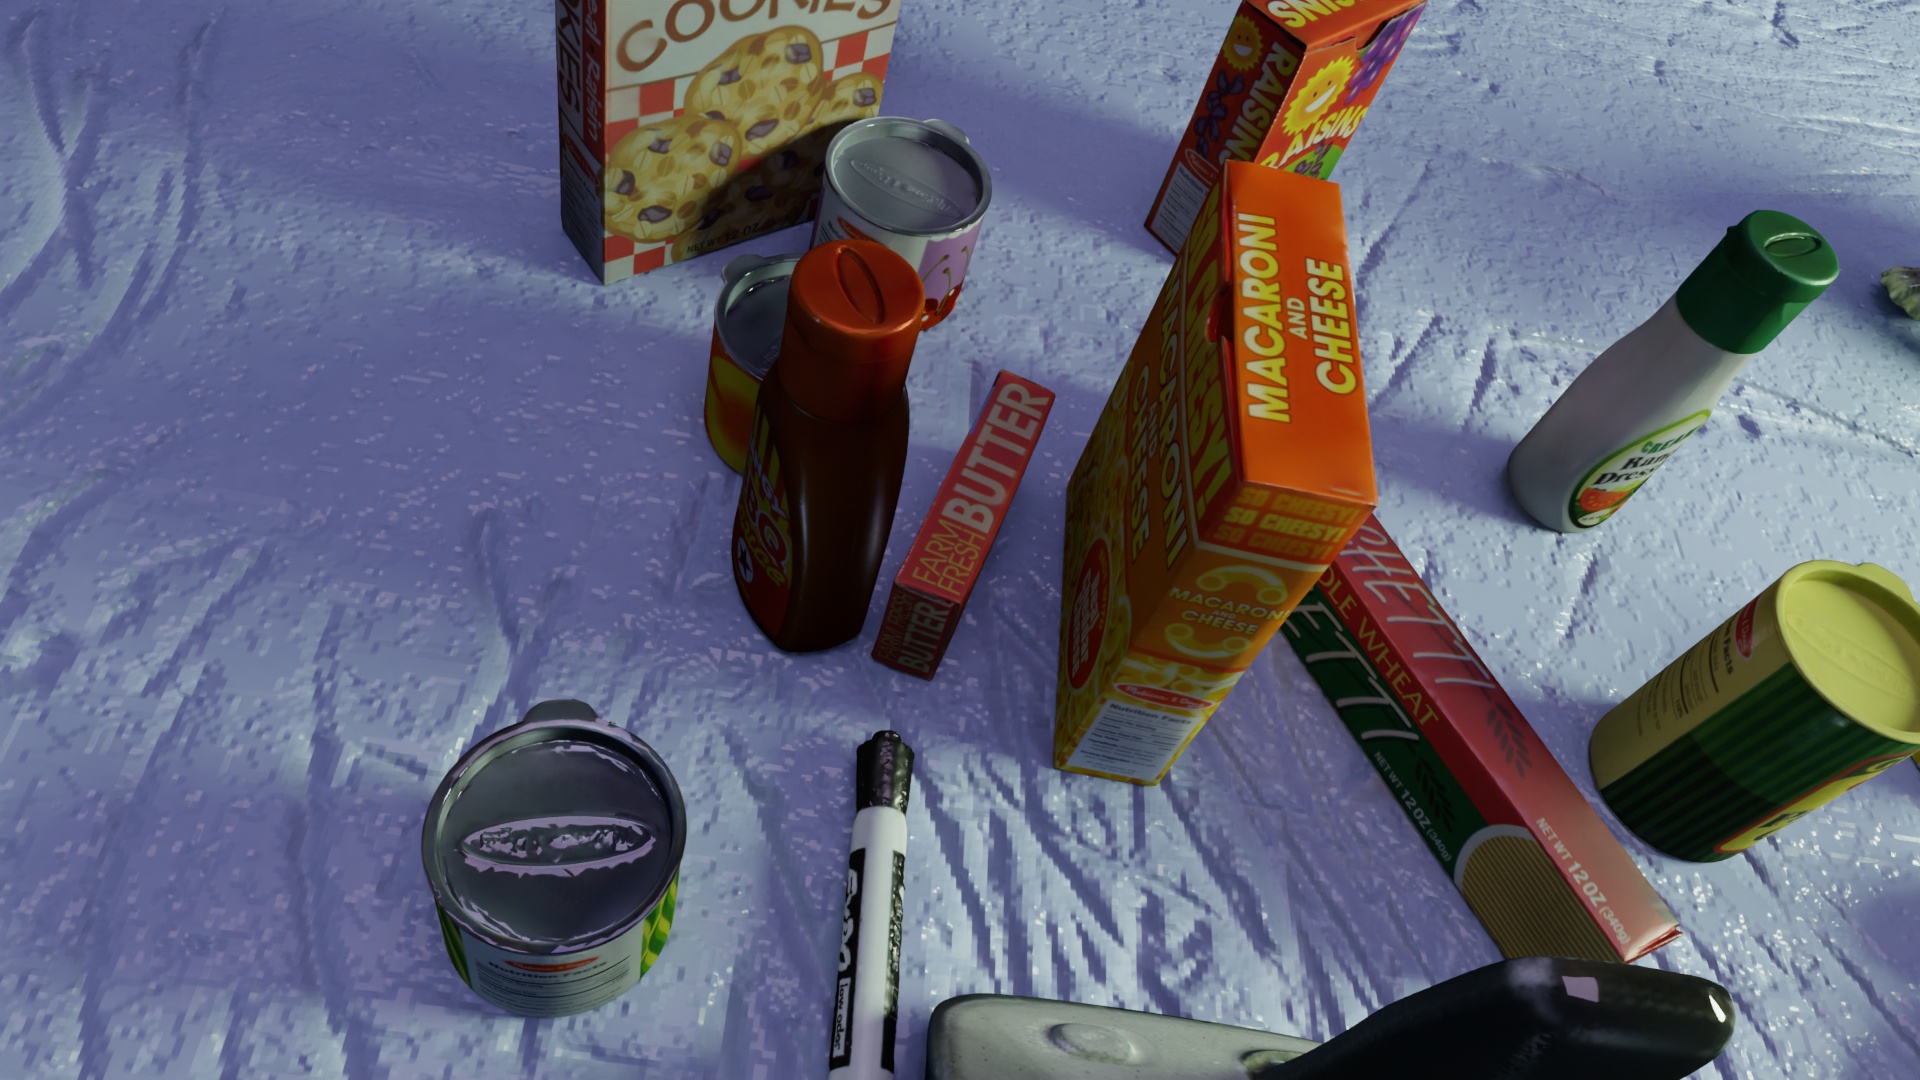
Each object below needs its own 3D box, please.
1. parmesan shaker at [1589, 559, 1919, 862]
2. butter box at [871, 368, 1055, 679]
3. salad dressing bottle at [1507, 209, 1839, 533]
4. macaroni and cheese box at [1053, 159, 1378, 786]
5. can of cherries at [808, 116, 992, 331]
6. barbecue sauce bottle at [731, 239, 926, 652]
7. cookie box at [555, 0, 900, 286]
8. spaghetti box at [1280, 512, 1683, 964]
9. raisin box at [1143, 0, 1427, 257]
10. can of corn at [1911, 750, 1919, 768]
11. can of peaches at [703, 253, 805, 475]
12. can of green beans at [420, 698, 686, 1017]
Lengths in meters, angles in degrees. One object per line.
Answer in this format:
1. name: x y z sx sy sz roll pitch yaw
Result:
1. parmesan shaker: 0.277 0.060 0.478 0.071 0.102 0.071 7 54 -10
2. butter box: 0.002 -0.006 0.483 0.024 0.052 0.104 24 53 2
3. salad dressing bottle: 0.269 -0.061 0.534 0.064 0.146 0.044 -14 60 -23
4. macaroni and cheese box: 0.071 -0.014 0.437 0.040 0.165 0.124 11 54 -7
5. can of cherries: -0.024 -0.127 0.558 0.071 0.058 0.072 7 54 -10
6. barbecue sauce bottle: -0.042 -0.027 0.427 0.044 0.147 0.065 -12 60 -22
7. cookie box: -0.084 -0.181 0.512 0.123 0.166 0.040 -25 66 -28
8. spaghetti box: 0.149 0.039 0.492 0.029 0.050 0.251 -17 62 -25
9. raisin box: 0.138 -0.183 0.600 0.086 0.122 0.040 -31 68 -31
10. can of corn: 0.415 0.069 0.536 0.071 0.058 0.071 7 54 -10
11. can of peaches: -0.060 -0.062 0.503 0.071 0.057 0.071 7 54 -10
12. can of green beans: -0.110 0.091 0.382 0.071 0.057 0.071 7 54 -10
